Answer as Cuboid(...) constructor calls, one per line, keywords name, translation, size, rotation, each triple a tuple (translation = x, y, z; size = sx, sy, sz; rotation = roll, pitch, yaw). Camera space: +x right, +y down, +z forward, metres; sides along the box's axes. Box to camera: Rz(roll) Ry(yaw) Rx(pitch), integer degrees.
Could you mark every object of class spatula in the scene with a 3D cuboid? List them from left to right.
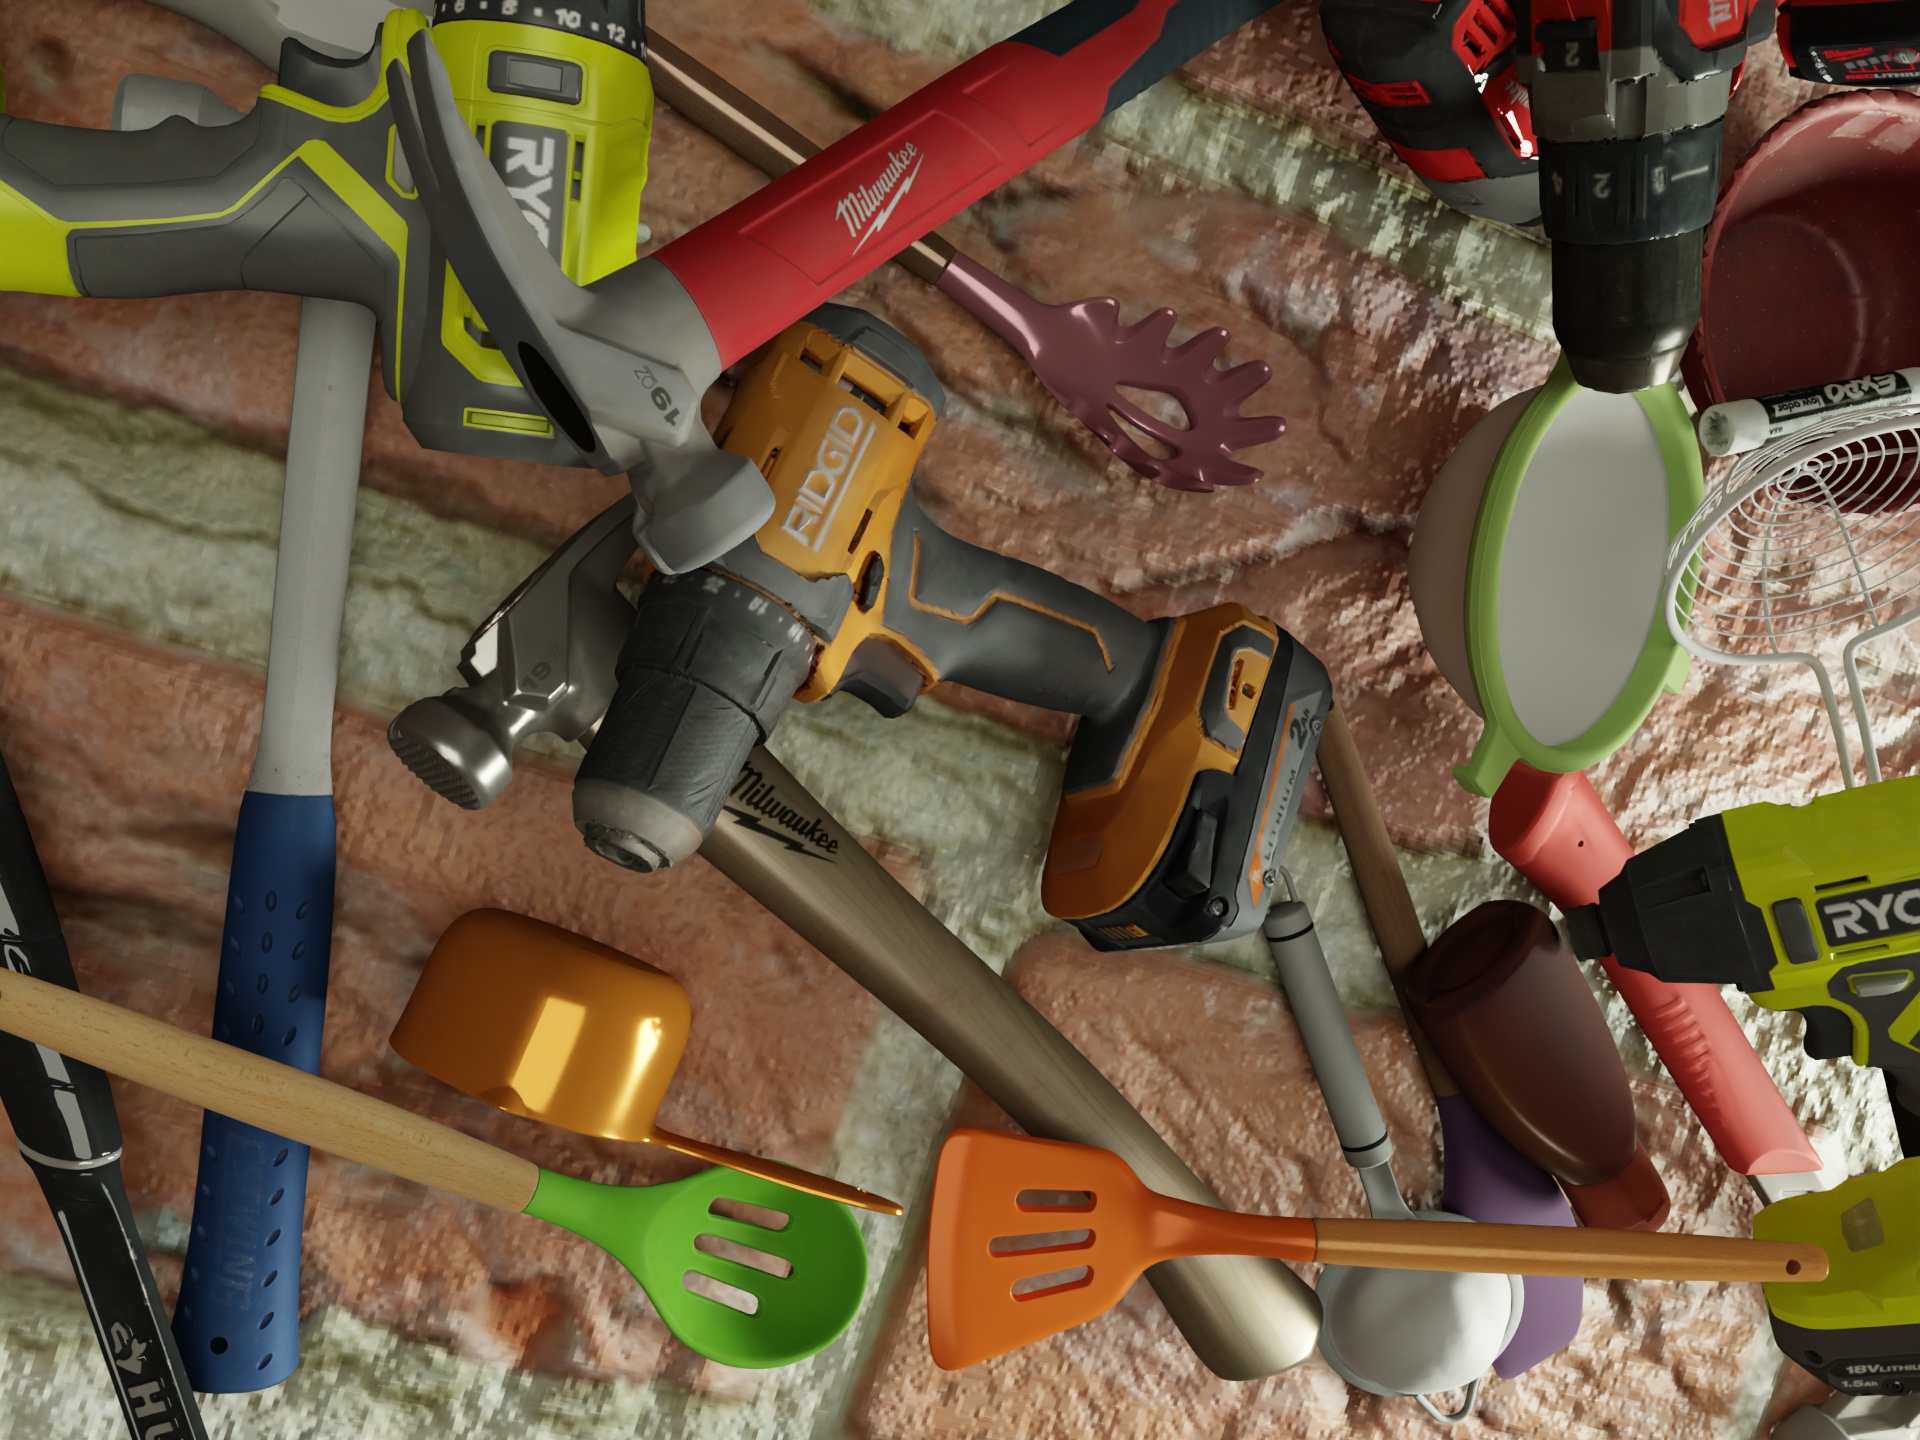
Cuboid(name="spatula", translation=(0.149, 0.185, 0.554), size=(0.322, 0.041, 0.081), rotation=(3, 88, -3))
Cuboid(name="spatula", translation=(0.191, 0.123, 0.636), size=(0.060, 0.018, 0.315), rotation=(-25, 102, -15))

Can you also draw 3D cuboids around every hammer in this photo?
Cuboid(name="hammer", translation=(-0.260, 0.146, 0.482), size=(0.149, 0.036, 0.409), rotation=(-17, 92, 10))
Cuboid(name="hammer", translation=(-0.208, 0.013, 0.510), size=(0.144, 0.035, 0.405), rotation=(6, 94, -15))
Cuboid(name="hammer", translation=(0.003, 0.092, 0.564), size=(0.410, 0.038, 0.146), rotation=(46, 61, -19))
Cuboid(name="hammer", translation=(0.019, -0.208, 0.485), size=(0.386, 0.038, 0.143), rotation=(-41, 113, -27))
Cuboid(name="hammer", translation=(0.333, 0.154, 0.668), size=(0.149, 0.037, 0.359), rotation=(-37, 104, -9))

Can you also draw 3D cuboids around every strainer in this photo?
Cuboid(name="strainer", translation=(0.161, 0.176, 0.624), size=(0.087, 0.050, 0.258), rotation=(-20, 97, 2))
Cuboid(name="strainer", translation=(0.201, -0.109, 0.573), size=(0.151, 0.069, 0.256), rotation=(-21, 112, -36))

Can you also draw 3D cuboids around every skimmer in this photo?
Cuboid(name="skimmer", translation=(0.356, 0.058, 0.598), size=(0.127, 0.090, 0.363), rotation=(-16, 103, 11))

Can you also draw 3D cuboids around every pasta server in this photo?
Cuboid(name="pasta server", translation=(-0.025, -0.173, 0.540), size=(0.316, 0.040, 0.060), rotation=(32, 75, -14))

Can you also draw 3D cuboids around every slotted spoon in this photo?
Cuboid(name="slotted spoon", translation=(-0.159, 0.138, 0.503), size=(0.313, 0.031, 0.070), rotation=(32, 70, -30))

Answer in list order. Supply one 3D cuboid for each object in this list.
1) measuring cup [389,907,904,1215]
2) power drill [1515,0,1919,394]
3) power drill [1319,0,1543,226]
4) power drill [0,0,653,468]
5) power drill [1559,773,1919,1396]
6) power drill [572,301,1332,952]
Cuboid(name="measuring cup", translation=(-0.092, 0.110, 0.514), size=(0.173, 0.095, 0.052), rotation=(21, 82, -5))
Cuboid(name="power drill", translation=(0.259, -0.221, 0.507), size=(0.226, 0.080, 0.187), rotation=(-27, 120, -29))
Cuboid(name="power drill", translation=(0.219, -0.290, 0.560), size=(0.143, 0.079, 0.219), rotation=(27, 92, -48))
Cuboid(name="power drill", translation=(-0.198, -0.176, 0.433), size=(0.228, 0.080, 0.190), rotation=(4, 99, -14))
Cuboid(name="power drill", translation=(0.334, 0.131, 0.582), size=(0.171, 0.080, 0.223), rotation=(-17, 106, 25))
Cuboid(name="power drill", translation=(-0.001, -0.002, 0.510), size=(0.226, 0.084, 0.185), rotation=(32, 65, -21))
